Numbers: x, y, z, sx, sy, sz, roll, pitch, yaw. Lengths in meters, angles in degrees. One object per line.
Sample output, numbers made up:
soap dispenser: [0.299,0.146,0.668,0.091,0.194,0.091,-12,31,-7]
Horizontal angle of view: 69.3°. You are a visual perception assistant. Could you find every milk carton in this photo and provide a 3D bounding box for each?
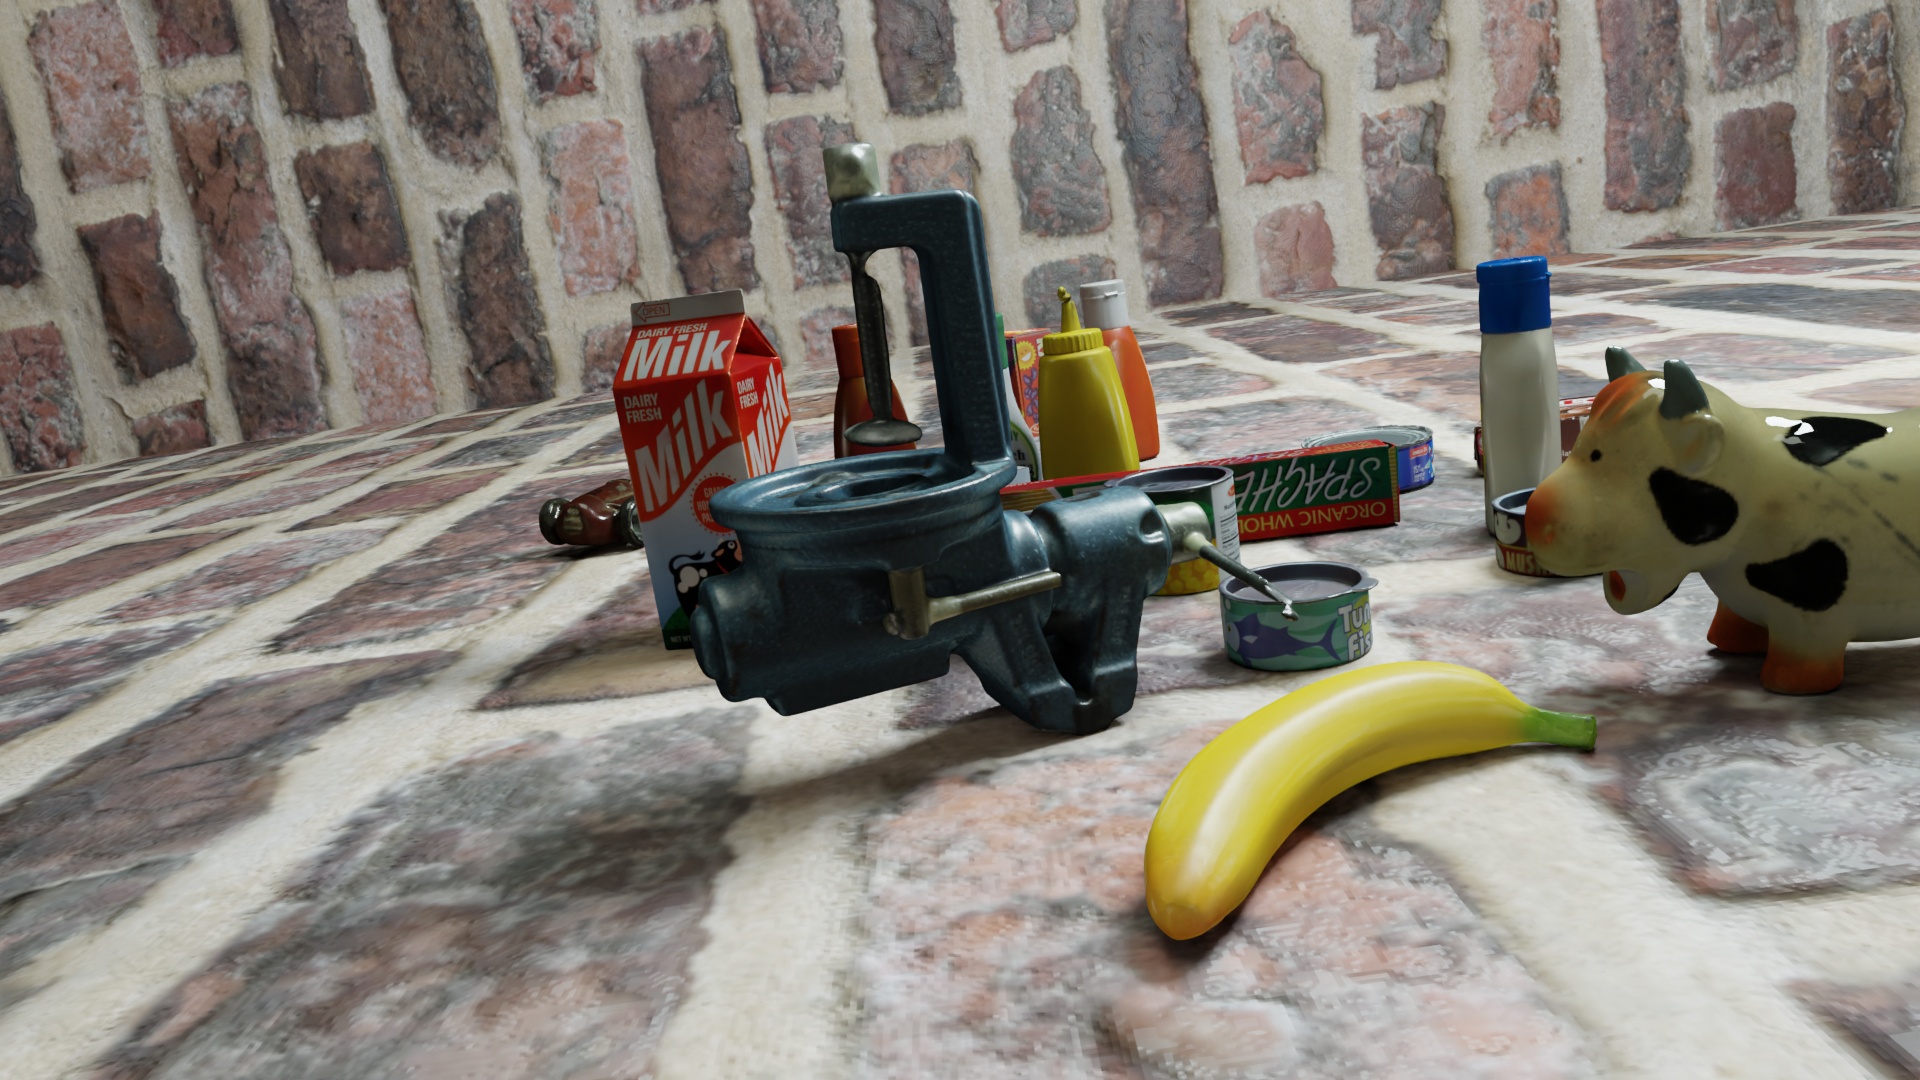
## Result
milk carton: [-0.137,-0.042,0.777,0.072,0.190,0.074,-5,12,16]

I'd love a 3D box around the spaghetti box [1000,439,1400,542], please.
spaghetti box: [0.135,-0.020,0.834,0.250,0.050,0.029,-7,12,5]

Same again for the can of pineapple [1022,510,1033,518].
can of pineapple: [0.049,0.017,0.702,0.071,0.057,0.071,-8,12,2]

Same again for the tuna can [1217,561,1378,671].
tuna can: [0.152,0.033,0.621,0.071,0.032,0.071,-8,12,2]

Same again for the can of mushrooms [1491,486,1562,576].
can of mushrooms: [0.302,-0.005,0.696,0.071,0.033,0.071,-8,12,2]

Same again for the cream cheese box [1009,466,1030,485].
cream cheese box: [0.003,-0.011,0.867,0.104,0.053,0.024,-19,16,-41]

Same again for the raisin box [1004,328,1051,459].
raisin box: [0.041,-0.105,1.105,0.040,0.123,0.086,-15,14,-29]

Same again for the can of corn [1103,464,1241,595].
can of corn: [0.116,-0.006,0.762,0.071,0.058,0.071,-8,12,2]

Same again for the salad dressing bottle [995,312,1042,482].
salad dressing bottle: [0.020,-0.081,0.953,0.064,0.147,0.044,-11,12,-14]

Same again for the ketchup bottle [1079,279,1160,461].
ketchup bottle: [0.125,-0.137,1.139,0.065,0.148,0.043,-11,12,-15]

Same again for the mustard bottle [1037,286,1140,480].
mustard bottle: [0.081,-0.089,0.923,0.065,0.159,0.049,-6,12,10]

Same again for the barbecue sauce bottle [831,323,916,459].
barbecue sauce bottle: [-0.067,-0.088,1.039,0.065,0.148,0.043,-16,14,-33]

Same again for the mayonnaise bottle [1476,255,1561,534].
mayonnaise bottle: [0.306,-0.080,0.763,0.041,0.147,0.065,-2,14,29]
